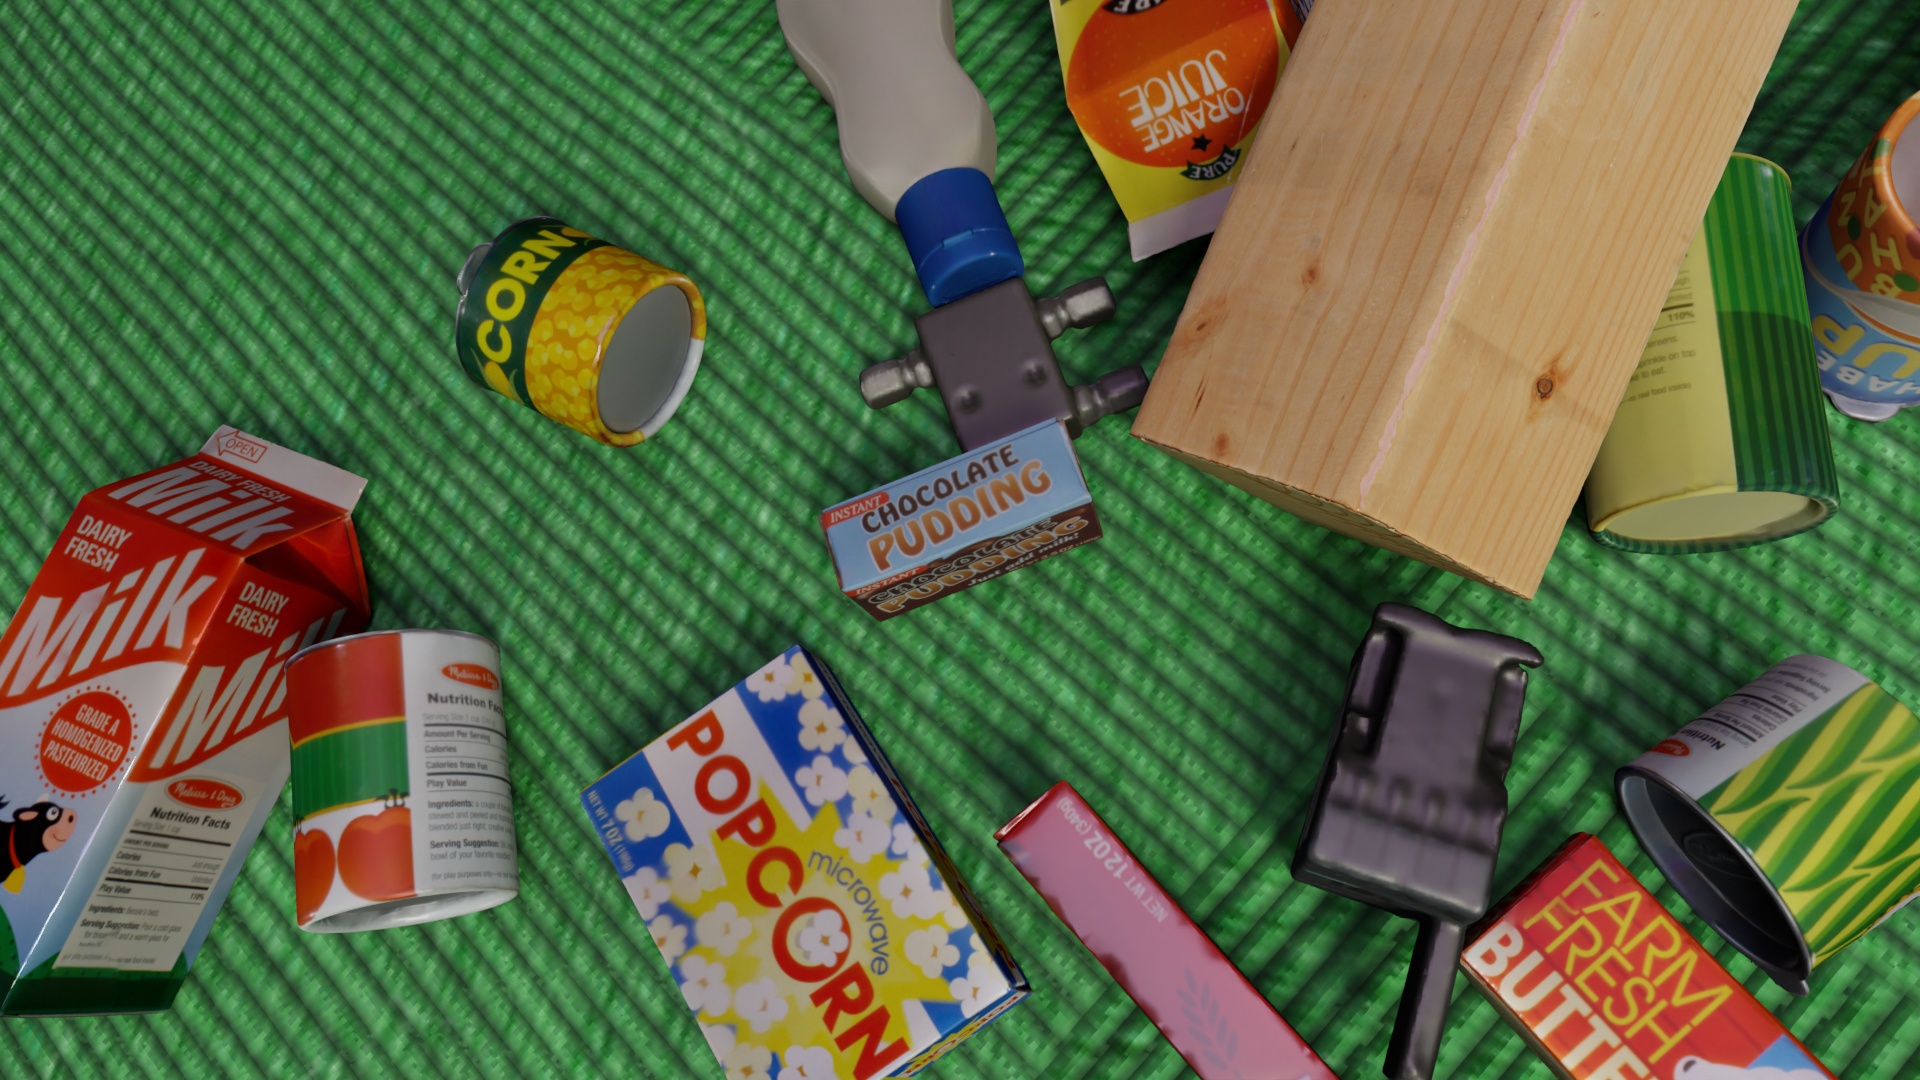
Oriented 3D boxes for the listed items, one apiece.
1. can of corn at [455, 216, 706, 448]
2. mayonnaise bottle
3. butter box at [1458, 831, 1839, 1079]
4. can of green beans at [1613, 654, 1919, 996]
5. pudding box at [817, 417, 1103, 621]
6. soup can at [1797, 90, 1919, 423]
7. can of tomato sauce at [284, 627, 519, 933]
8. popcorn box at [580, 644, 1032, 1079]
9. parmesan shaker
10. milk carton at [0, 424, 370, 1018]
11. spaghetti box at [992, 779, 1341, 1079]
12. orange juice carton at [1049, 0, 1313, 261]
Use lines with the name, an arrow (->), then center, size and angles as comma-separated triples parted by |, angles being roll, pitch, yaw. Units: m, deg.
can of corn -> -0.132, -0.073, 0.485 | 0.058, 0.071, 0.071 | 24, 78, 17
mayonnaise bottle -> -0.019, -0.153, 0.506 | 0.065, 0.041, 0.148 | -22, 70, 5
butter box -> 0.189, 0.136, 0.378 | 0.053, 0.024, 0.104 | -40, 69, -3
can of green beans -> 0.222, 0.073, 0.371 | 0.058, 0.071, 0.071 | -33, 69, -1
pudding box -> 0.002, -0.006, 0.448 | 0.084, 0.049, 0.030 | -21, 71, 4
soup can -> 0.282, -0.082, 0.401 | 0.071, 0.083, 0.071 | -3, 72, 10
can of tomato sauce -> -0.181, 0.078, 0.448 | 0.071, 0.071, 0.083 | -14, 71, 6
popcorn box -> -0.049, 0.107, 0.427 | 0.085, 0.038, 0.127 | -34, 69, -2
parmesan shaker -> 0.216, -0.052, 0.416 | 0.071, 0.071, 0.103 | -2, 73, 11
milk carton -> -0.271, 0.054, 0.469 | 0.072, 0.073, 0.191 | 19, 76, 16
spaghetti box -> 0.103, 0.167, 0.372 | 0.029, 0.050, 0.250 | -43, 70, -3
orange juice carton -> 0.075, -0.190, 0.472 | 0.071, 0.073, 0.193 | -18, 68, 27
